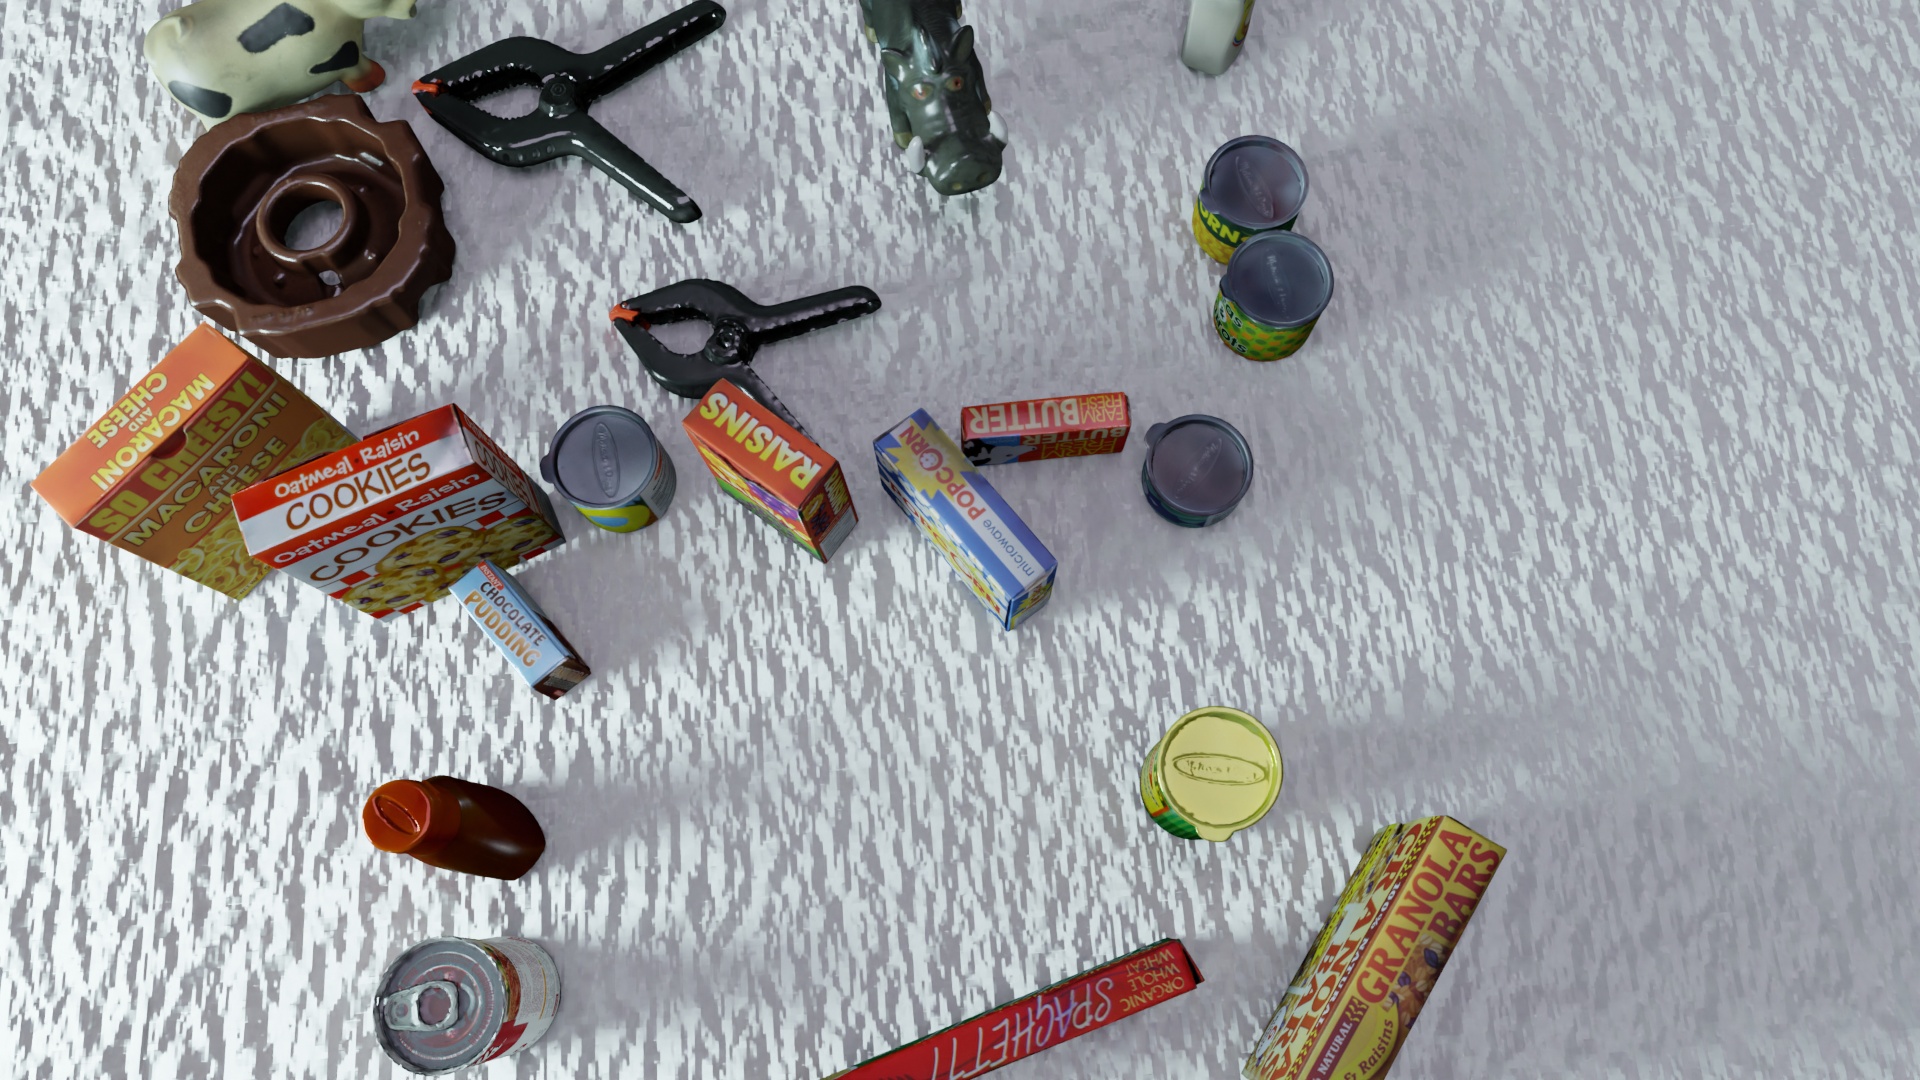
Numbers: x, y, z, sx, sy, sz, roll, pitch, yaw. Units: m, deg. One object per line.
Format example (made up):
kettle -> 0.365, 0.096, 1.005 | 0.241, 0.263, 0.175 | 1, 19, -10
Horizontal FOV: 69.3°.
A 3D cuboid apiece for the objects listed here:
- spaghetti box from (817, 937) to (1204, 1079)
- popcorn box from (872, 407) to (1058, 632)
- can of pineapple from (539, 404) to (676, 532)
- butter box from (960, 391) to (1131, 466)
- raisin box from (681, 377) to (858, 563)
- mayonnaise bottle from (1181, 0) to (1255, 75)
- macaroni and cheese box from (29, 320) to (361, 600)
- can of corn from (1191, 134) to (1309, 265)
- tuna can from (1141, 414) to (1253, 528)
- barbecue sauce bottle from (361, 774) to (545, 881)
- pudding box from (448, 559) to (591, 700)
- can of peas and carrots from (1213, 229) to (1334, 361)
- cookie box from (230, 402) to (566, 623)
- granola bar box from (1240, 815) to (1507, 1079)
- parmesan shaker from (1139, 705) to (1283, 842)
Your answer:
spaghetti box -> 0.012, 0.277, 0.766 | 0.250, 0.050, 0.029 | -21, 75, -5
popcorn box -> 0.003, -0.010, 0.829 | 0.038, 0.085, 0.127 | -39, 77, -9
can of pineapple -> -0.215, -0.043, 0.856 | 0.071, 0.057, 0.071 | 0, 74, 1
butter box -> 0.052, -0.068, 0.862 | 0.103, 0.053, 0.024 | -6, 75, -1
raisin box -> -0.109, -0.038, 0.819 | 0.086, 0.123, 0.040 | 36, 78, 10
mayonnaise bottle -> 0.175, -0.367, 0.896 | 0.041, 0.147, 0.065 | 23, 76, 7
macaroni and cheese box -> -0.424, -0.040, 0.801 | 0.040, 0.166, 0.124 | 39, 79, 10
can of corn -> 0.184, -0.217, 0.900 | 0.071, 0.058, 0.071 | 0, 74, 1
tuna can -> 0.144, -0.044, 0.864 | 0.071, 0.032, 0.071 | 0, 74, 1
barbecue sauce bottle -> -0.275, 0.154, 0.754 | 0.065, 0.148, 0.044 | 38, 79, 10
pudding box -> -0.263, 0.054, 0.833 | 0.030, 0.049, 0.084 | -41, 78, -10
can of peas and carrots -> 0.195, -0.153, 0.881 | 0.071, 0.058, 0.071 | 0, 74, 1
cookie box -> -0.311, -0.012, 0.791 | 0.123, 0.167, 0.040 | -24, 76, -6
granola bar box -> 0.215, 0.228, 0.739 | 0.039, 0.124, 0.166 | 32, 77, 9
parmesan shaker -> 0.137, 0.135, 0.777 | 0.071, 0.103, 0.071 | 0, 75, 1
